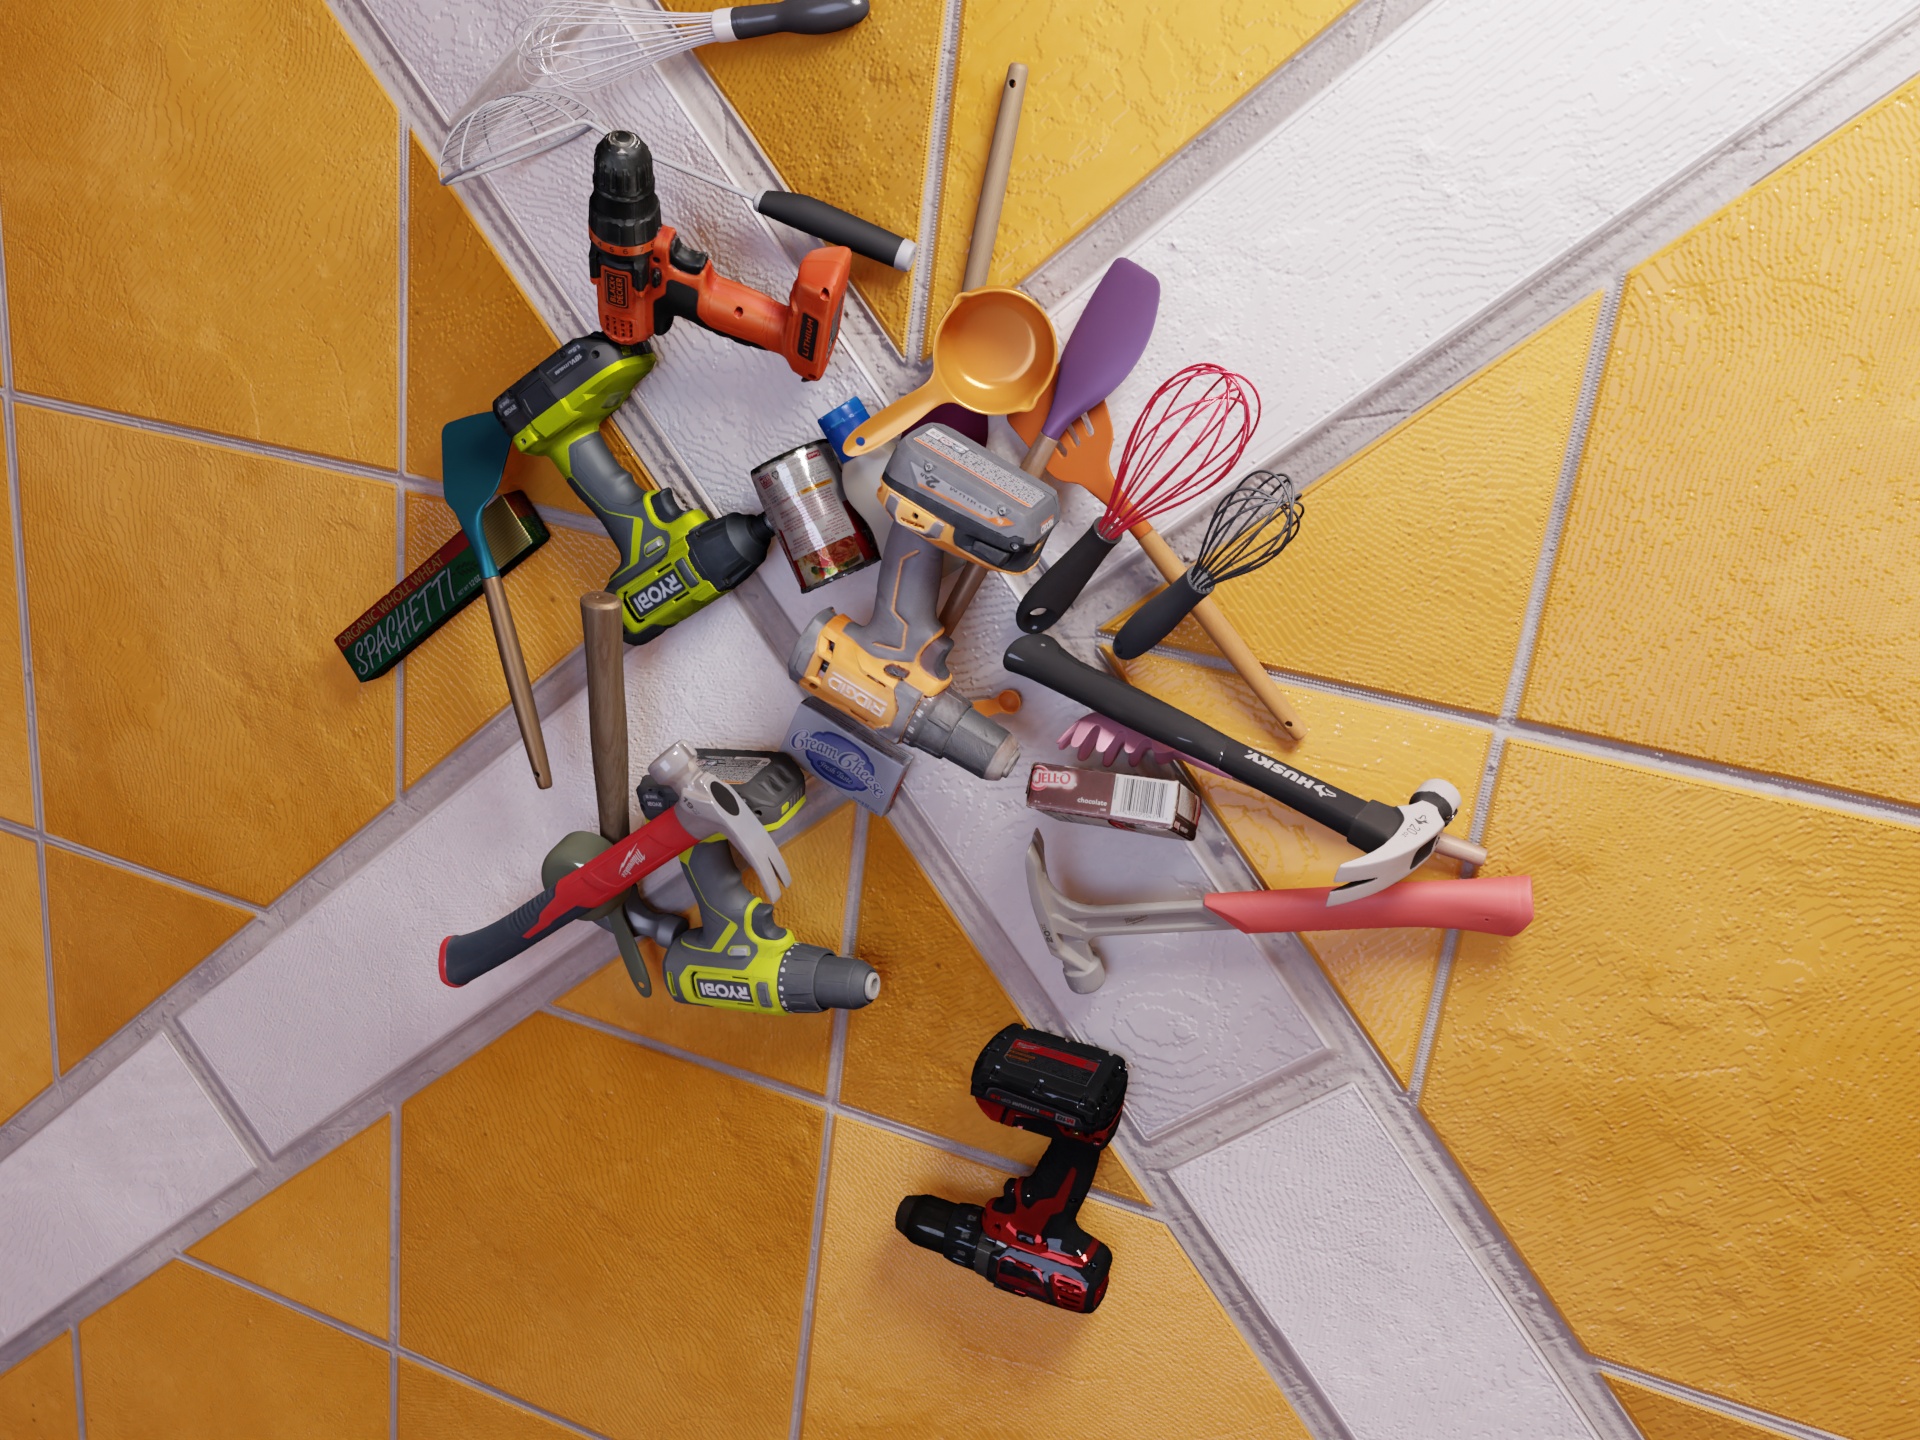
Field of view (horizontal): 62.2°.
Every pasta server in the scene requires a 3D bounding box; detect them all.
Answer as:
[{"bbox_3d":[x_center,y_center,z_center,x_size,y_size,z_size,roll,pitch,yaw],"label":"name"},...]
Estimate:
[{"bbox_3d":[0.224,0.053,1.161,0.316,0.060,0.040,20,81,13],"label":"pasta server"}]

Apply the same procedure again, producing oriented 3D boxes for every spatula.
[{"bbox_3d":[0.054,-0.182,1.147,0.060,0.018,0.315,42,114,27],"label":"spatula"},{"bbox_3d":[-0.379,-0.097,1.334,0.082,0.044,0.317,-5,102,25],"label":"spatula"},{"bbox_3d":[0.151,-0.118,1.151,0.081,0.041,0.322,-36,94,29],"label":"spatula"}]

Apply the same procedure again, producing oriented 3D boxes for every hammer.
[{"bbox_3d":[-0.306,0.155,1.318,0.386,0.038,0.143,-31,102,34],"label":"hammer"},{"bbox_3d":[0.172,0.020,1.123,0.335,0.146,0.035,28,129,25],"label":"hammer"},{"bbox_3d":[0.229,0.133,1.167,0.359,0.037,0.149,-6,123,21],"label":"hammer"},{"bbox_3d":[-0.297,0.044,1.342,0.130,0.031,0.331,15,122,19],"label":"hammer"}]

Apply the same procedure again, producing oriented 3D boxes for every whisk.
[{"bbox_3d":[0.162,-0.098,1.088,0.055,0.055,0.239,49,148,3],"label":"whisk"},{"bbox_3d":[0.111,-0.143,1.097,0.073,0.073,0.295,46,140,4],"label":"whisk"},{"bbox_3d":[-0.201,-0.504,1.166,0.284,0.070,0.070,0,105,18],"label":"whisk"}]

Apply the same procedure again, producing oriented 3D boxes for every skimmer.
[{"bbox_3d":[-0.211,-0.382,1.190,0.363,0.127,0.090,22,119,4],"label":"skimmer"}]

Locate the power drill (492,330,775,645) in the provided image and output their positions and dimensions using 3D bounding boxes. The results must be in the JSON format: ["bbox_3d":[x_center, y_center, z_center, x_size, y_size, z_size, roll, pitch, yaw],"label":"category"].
[{"bbox_3d":[-0.255,-0.191,1.269,0.171,0.080,0.223,-28,97,27],"label":"power drill"}]

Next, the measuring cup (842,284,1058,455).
[{"bbox_3d":[-0.011,-0.244,1.142,0.173,0.052,0.095,-31,108,14],"label":"measuring cup"}]

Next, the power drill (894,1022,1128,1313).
[{"bbox_3d":[0.041,0.369,1.309,0.188,0.080,0.226,13,113,19],"label":"power drill"}]

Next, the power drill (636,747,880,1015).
[{"bbox_3d":[-0.169,0.143,1.319,0.190,0.080,0.228,2,115,23],"label":"power drill"}]

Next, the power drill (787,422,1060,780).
[{"bbox_3d":[-0.008,-0.074,1.143,0.185,0.084,0.226,32,121,8],"label":"power drill"}]

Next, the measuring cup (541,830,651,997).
[{"bbox_3d":[-0.309,0.177,1.376,0.083,0.038,0.167,-9,110,29],"label":"measuring cup"}]

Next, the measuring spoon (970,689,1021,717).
[{"bbox_3d":[-0.002,-0.004,1.255,0.117,0.011,0.021,-16,99,29],"label":"measuring spoon"}]

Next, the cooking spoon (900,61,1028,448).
[{"bbox_3d":[0.008,-0.309,1.155,0.069,0.017,0.318,19,112,16],"label":"cooking spoon"}]
